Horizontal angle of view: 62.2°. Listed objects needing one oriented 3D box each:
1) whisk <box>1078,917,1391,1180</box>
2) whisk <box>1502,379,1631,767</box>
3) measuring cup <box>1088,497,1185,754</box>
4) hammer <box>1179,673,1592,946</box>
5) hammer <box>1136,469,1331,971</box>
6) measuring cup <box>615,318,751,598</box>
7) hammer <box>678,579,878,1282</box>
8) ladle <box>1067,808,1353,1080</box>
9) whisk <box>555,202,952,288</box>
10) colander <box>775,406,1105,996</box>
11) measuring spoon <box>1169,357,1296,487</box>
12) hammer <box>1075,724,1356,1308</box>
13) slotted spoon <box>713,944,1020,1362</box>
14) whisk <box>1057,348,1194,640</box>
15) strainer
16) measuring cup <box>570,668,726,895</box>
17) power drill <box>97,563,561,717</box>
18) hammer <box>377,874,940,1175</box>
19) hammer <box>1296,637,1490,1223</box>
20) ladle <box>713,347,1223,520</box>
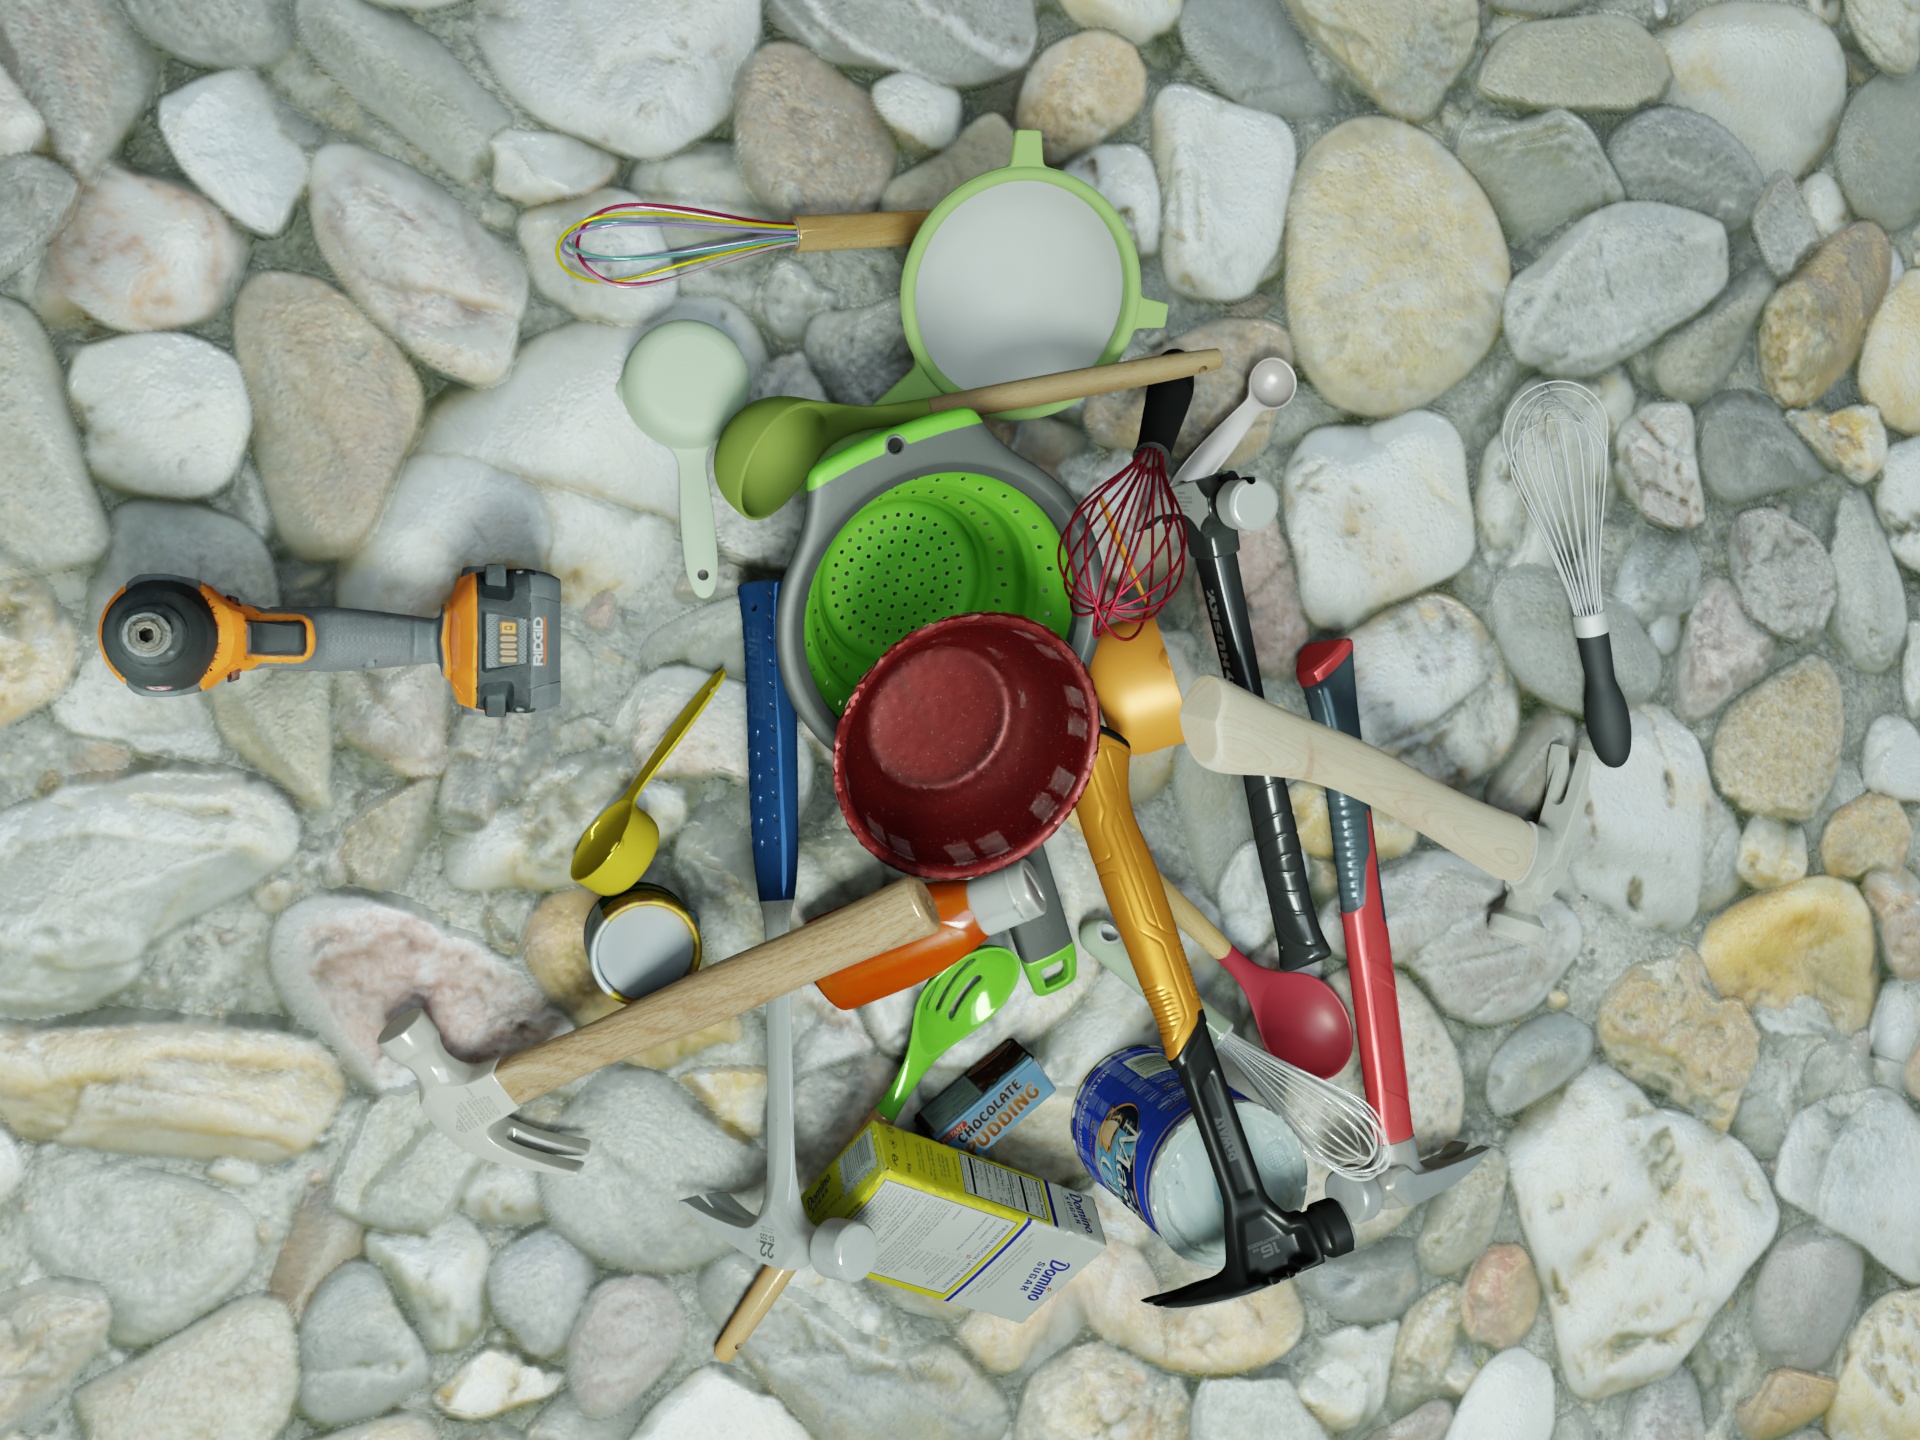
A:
[{"bbox_3d":[0.176,0.212,1.034,0.246,0.059,0.058,39,46,9],"label":"whisk"},{"bbox_3d":[0.443,-0.100,1.129,0.070,0.070,0.284,-19,103,-15],"label":"whisk"},{"bbox_3d":[0.099,-0.060,1.027,0.052,0.095,0.174,-20,76,6],"label":"measuring cup"},{"bbox_3d":[0.283,0.036,1.016,0.410,0.038,0.146,21,85,-40],"label":"hammer"},{"bbox_3d":[0.186,0.006,1.021,0.035,0.146,0.334,-18,103,-14],"label":"hammer"},{"bbox_3d":[-0.159,-0.158,0.955,0.083,0.038,0.167,-6,92,-16],"label":"measuring cup"},{"bbox_3d":[-0.115,0.119,0.957,0.035,0.144,0.405,4,82,-47],"label":"hammer"},{"bbox_3d":[0.156,0.137,1.040,0.315,0.031,0.069,43,66,-26],"label":"ladle"},{"bbox_3d":[-0.122,-0.292,0.964,0.245,0.051,0.047,-10,123,-20],"label":"whisk"},{"bbox_3d":[-0.002,-0.003,0.995,0.204,0.095,0.396,-24,117,-13],"label":"colander"},{"bbox_3d":[0.178,-0.192,1.069,0.034,0.018,0.124,42,88,-14],"label":"measuring spoon"},{"bbox_3d":[0.117,0.165,0.931,0.127,0.034,0.337,-15,80,-15],"label":"hammer"},{"bbox_3d":[-0.064,0.270,1.007,0.070,0.031,0.314,37,86,-45],"label":"slotted spoon"},{"bbox_3d":[0.111,-0.147,0.947,0.073,0.073,0.296,37,40,-15],"label":"whisk"},{"bbox_3d":[-0.008,-0.233,0.992,0.256,0.069,0.151,-41,117,7],"label":"strainer"},{"bbox_3d":[-0.178,0.038,0.960,0.029,0.062,0.156,42,70,-27],"label":"measuring cup"},{"bbox_3d":[-0.331,-0.043,0.848,0.226,0.164,0.084,0,92,-18],"label":"power drill"},{"bbox_3d":[-0.162,0.167,0.902,0.331,0.031,0.130,-24,111,14],"label":"hammer"},{"bbox_3d":[0.288,0.135,1.094,0.143,0.038,0.386,-8,90,-37],"label":"hammer"},{"bbox_3d":[0.010,-0.181,0.951,0.320,0.078,0.062,-12,61,-10],"label":"ladle"}]
